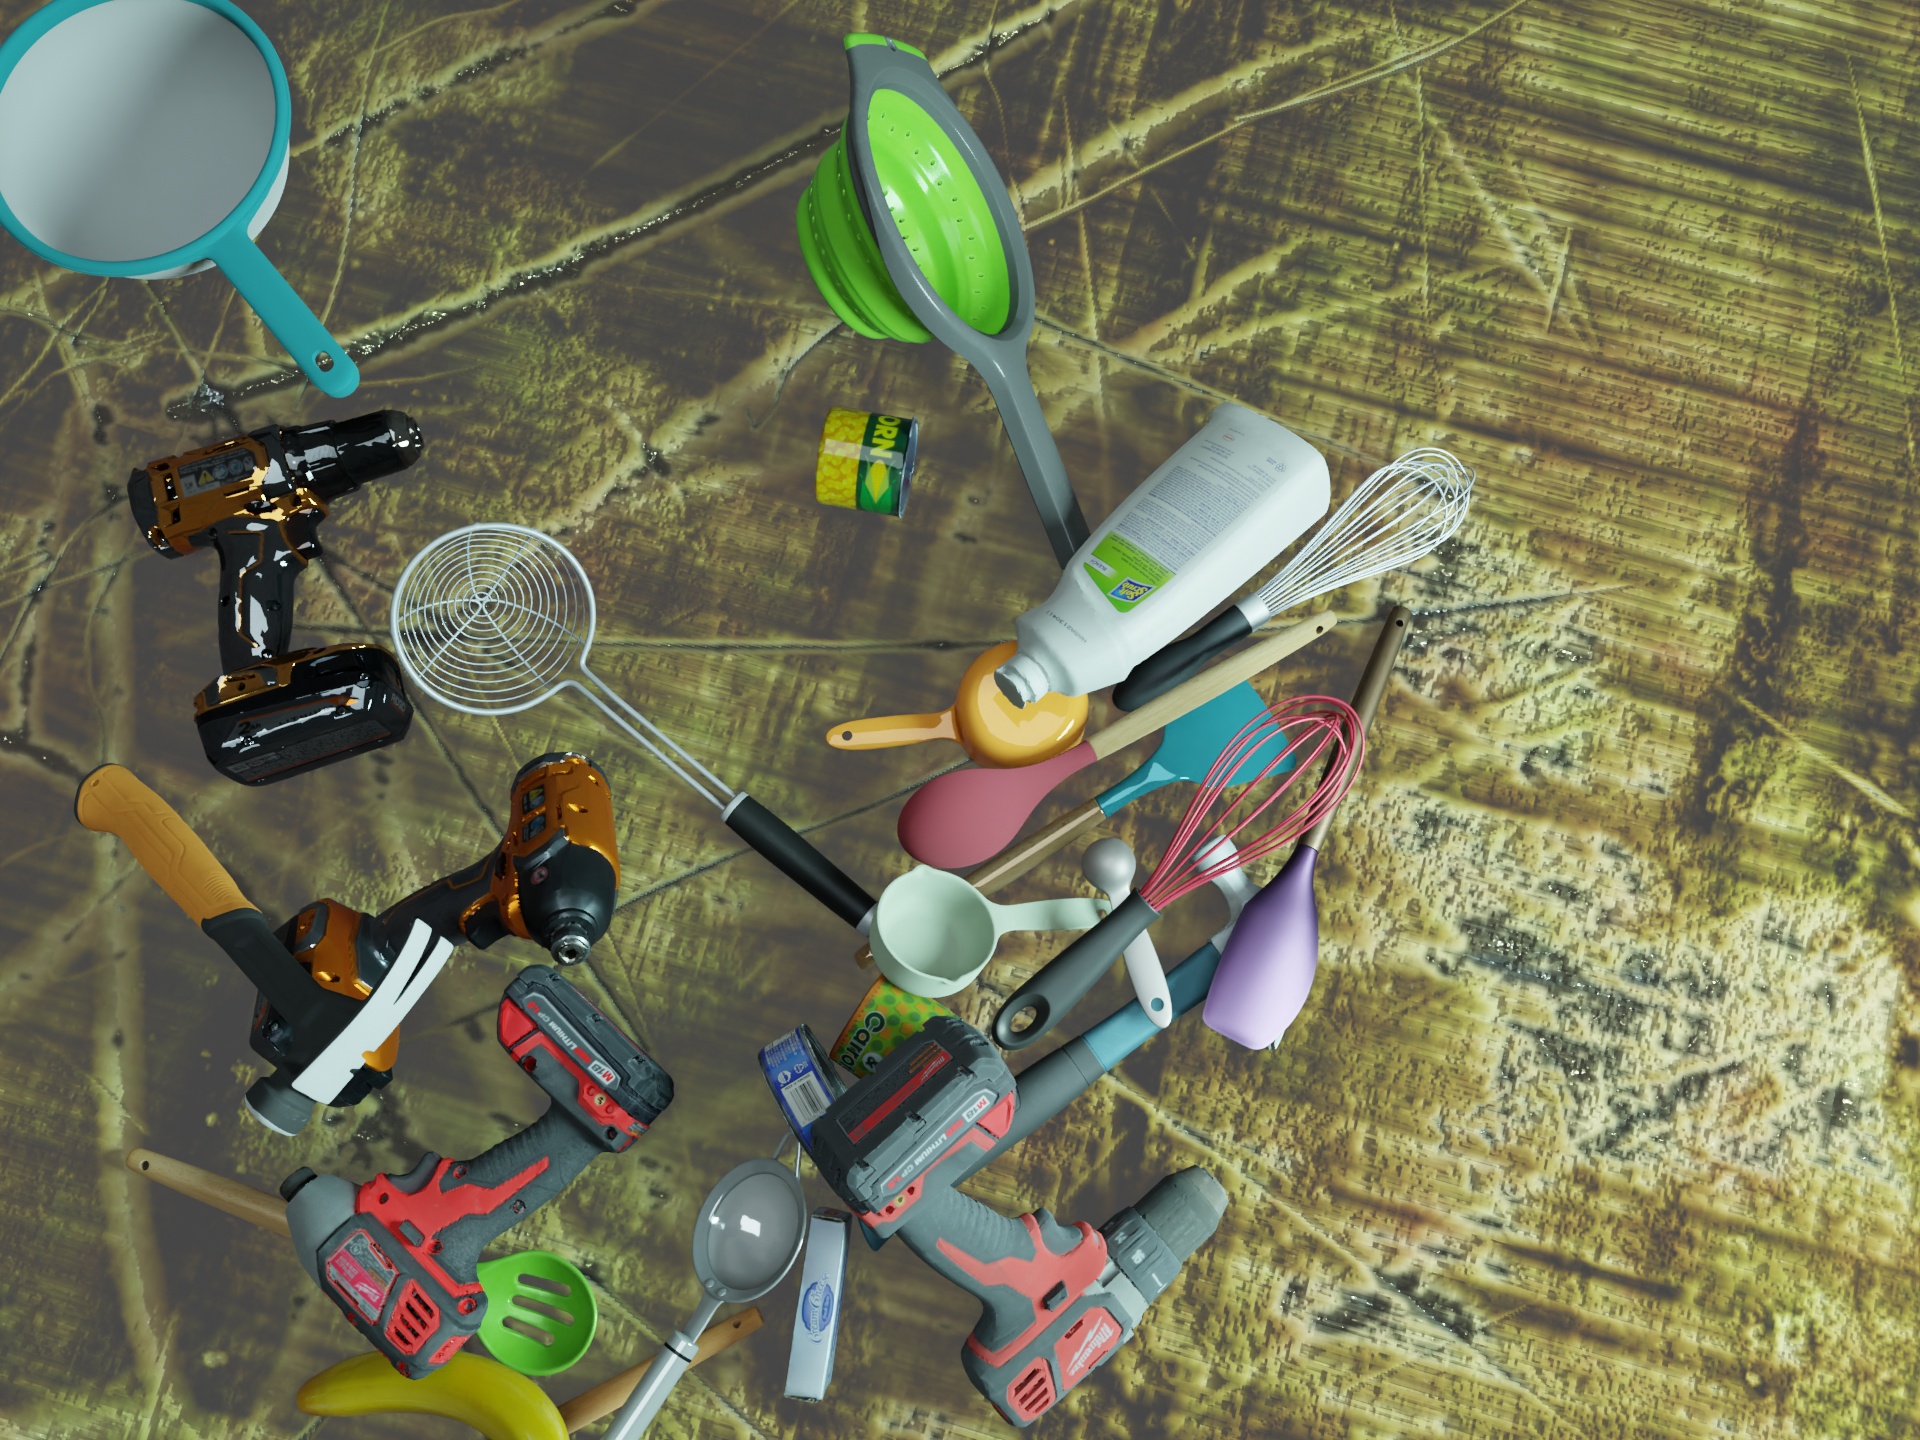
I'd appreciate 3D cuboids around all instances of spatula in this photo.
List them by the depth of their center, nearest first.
[{"bbox_3d":[-0.267,0.429,0.943,0.322,0.041,0.081,-26,55,-8],"label":"spatula"},{"bbox_3d":[0.233,0.061,1.018,0.060,0.018,0.316,26,71,-2],"label":"spatula"},{"bbox_3d":[0.069,0.073,1.032,0.317,0.044,0.082,-32,80,-2],"label":"spatula"}]

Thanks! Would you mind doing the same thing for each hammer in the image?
[{"bbox_3d":[-0.431,0.101,0.932,0.337,0.034,0.127,29,72,36],"label":"hammer"},{"bbox_3d":[0.071,0.215,0.996,0.331,0.033,0.128,-34,80,-7],"label":"hammer"}]

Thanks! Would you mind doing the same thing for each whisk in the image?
[{"bbox_3d":[0.127,0.095,0.959,0.296,0.073,0.073,-45,82,7],"label":"whisk"},{"bbox_3d":[0.220,-0.089,1.051,0.284,0.070,0.070,-34,81,-3],"label":"whisk"}]

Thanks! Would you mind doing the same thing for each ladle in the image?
[{"bbox_3d":[0.104,0.007,1.003,0.315,0.031,0.069,-29,121,-9],"label":"ladle"}]

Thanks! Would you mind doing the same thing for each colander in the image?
[{"bbox_3d":[-0.011,-0.245,1.059,0.094,0.204,0.397,-19,95,29],"label":"colander"}]

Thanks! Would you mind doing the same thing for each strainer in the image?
[{"bbox_3d":[-0.160,0.363,0.942,0.087,0.050,0.258,18,65,44],"label":"strainer"},{"bbox_3d":[-0.502,-0.336,1.074,0.211,0.095,0.340,-40,84,-5],"label":"strainer"}]

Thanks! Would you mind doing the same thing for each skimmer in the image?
[{"bbox_3d":[-0.196,0.017,1.003,0.363,0.090,0.127,39,89,6],"label":"skimmer"}]

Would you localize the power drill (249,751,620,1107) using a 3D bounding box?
[{"bbox_3d":[-0.299,0.128,0.934,0.226,0.164,0.084,-33,125,4],"label":"power drill"}]

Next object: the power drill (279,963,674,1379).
[{"bbox_3d":[-0.290,0.259,0.946,0.143,0.078,0.220,39,75,13],"label":"power drill"}]

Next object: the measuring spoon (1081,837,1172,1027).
[{"bbox_3d":[0.107,0.130,0.988,0.034,0.018,0.124,-18,75,-2],"label":"measuring spoon"}]

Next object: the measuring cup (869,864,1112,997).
[{"bbox_3d":[0.022,0.132,0.993,0.167,0.038,0.083,-1,55,-25],"label":"measuring cup"}]

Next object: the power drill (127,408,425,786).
[{"bbox_3d":[-0.422,-0.091,1.033,0.185,0.084,0.226,-19,75,-6],"label":"power drill"}]

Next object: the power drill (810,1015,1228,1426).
[{"bbox_3d":[0.041,0.278,0.928,0.188,0.080,0.226,-39,110,-11],"label":"power drill"}]

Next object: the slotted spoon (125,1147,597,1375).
[{"bbox_3d":[-0.366,0.320,0.972,0.314,0.031,0.070,19,79,5],"label":"slotted spoon"}]

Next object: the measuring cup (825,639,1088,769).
[{"bbox_3d":[-0.002,-0.003,1.029,0.173,0.052,0.095,-7,78,-4],"label":"measuring cup"}]
